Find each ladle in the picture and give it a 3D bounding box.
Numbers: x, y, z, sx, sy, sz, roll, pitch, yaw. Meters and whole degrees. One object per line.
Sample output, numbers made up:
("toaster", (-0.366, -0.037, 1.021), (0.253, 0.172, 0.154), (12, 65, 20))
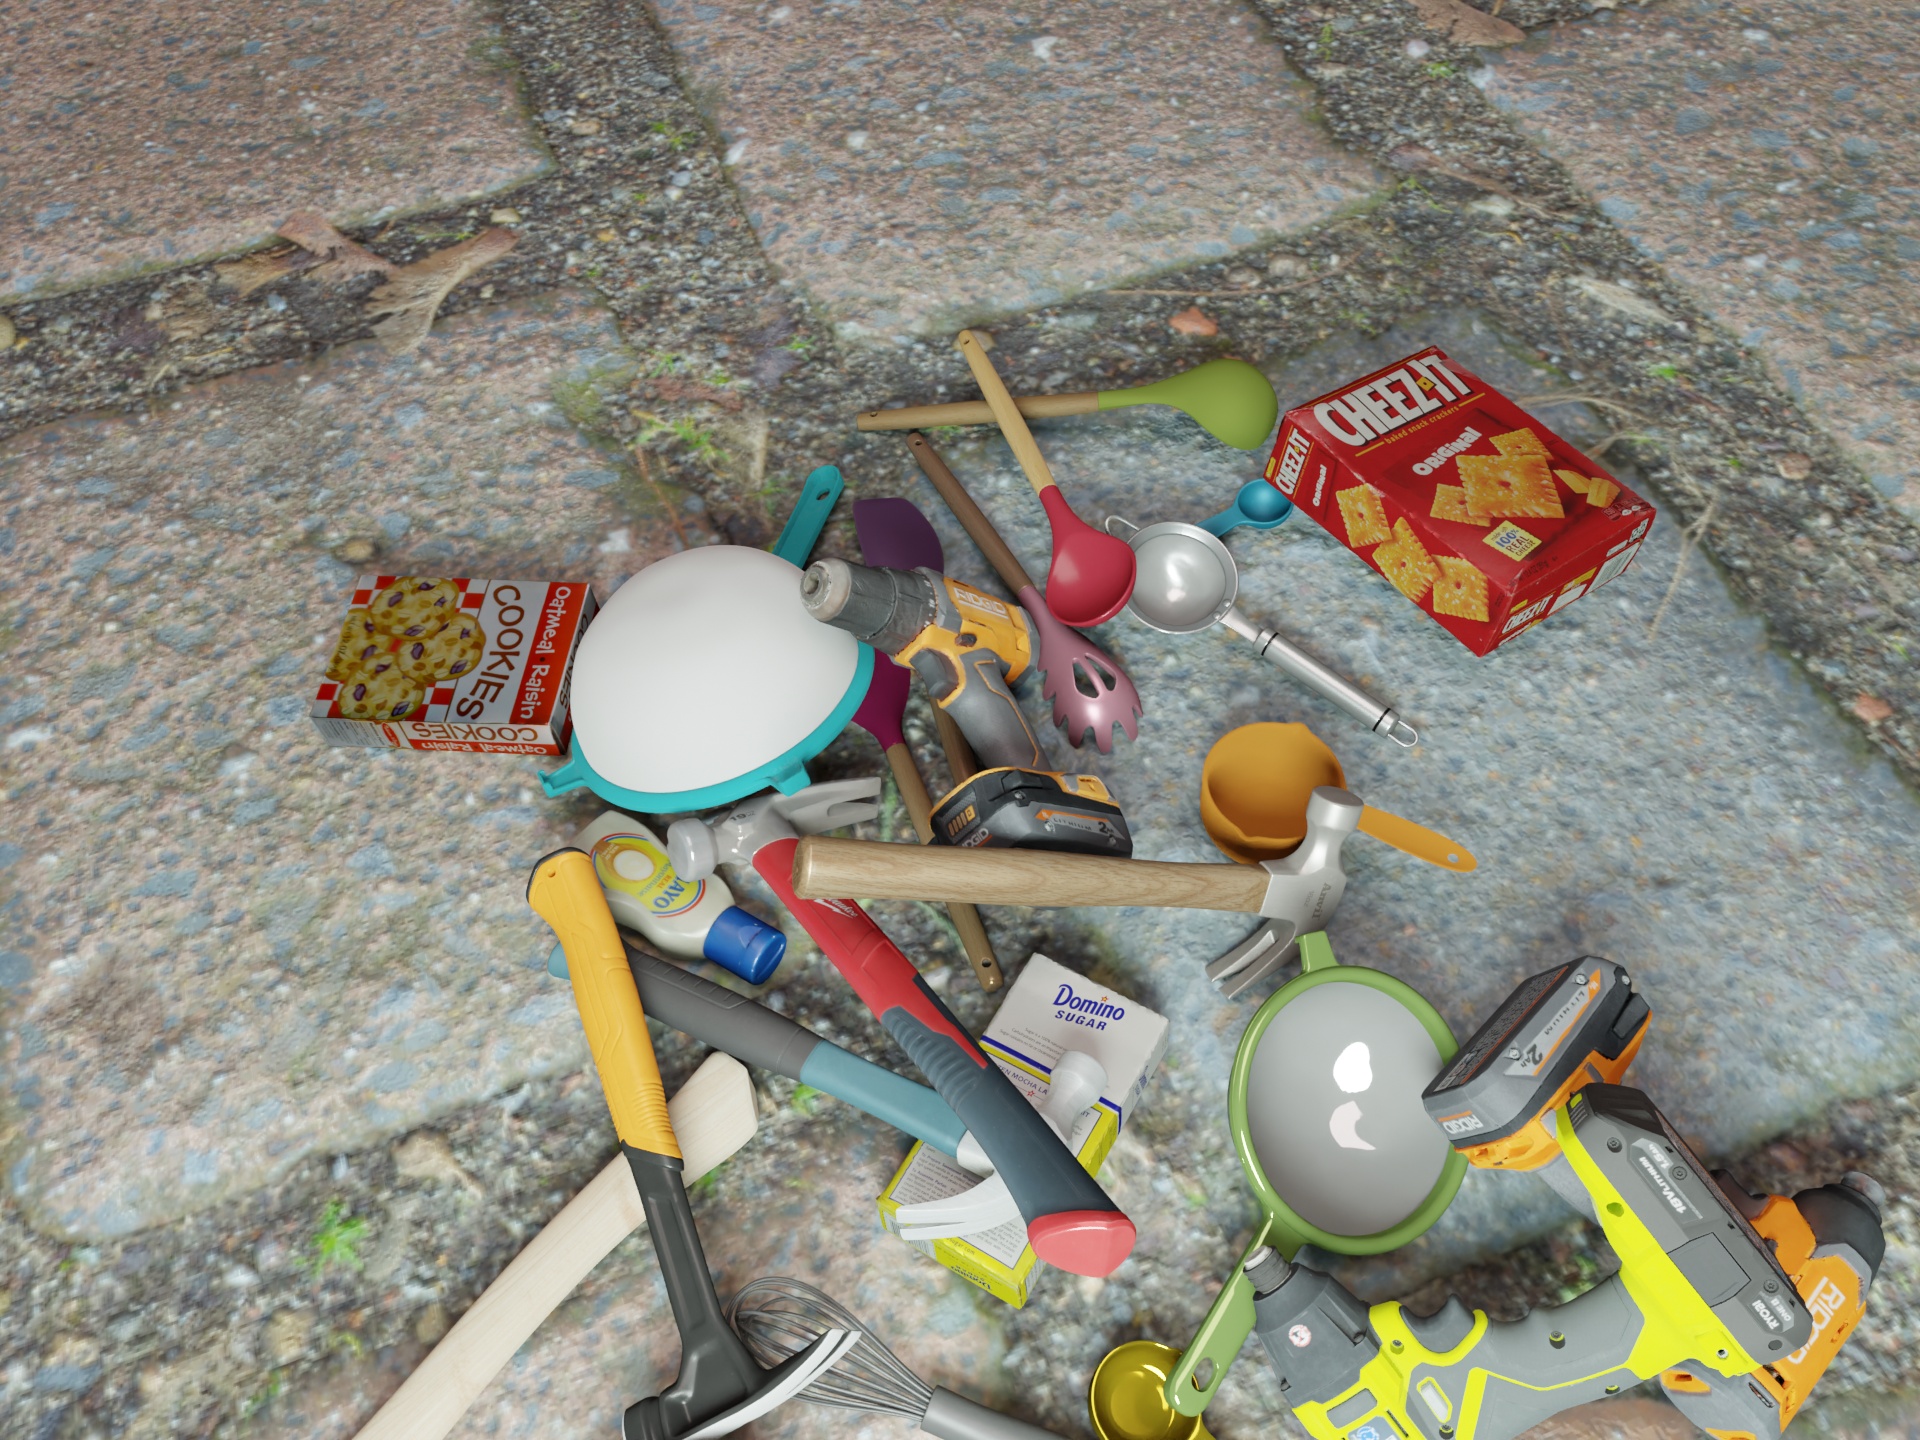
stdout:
("ladle", (0.080, -0.232, 1.217), (0.320, 0.062, 0.078), (-3, 52, 8))
("ladle", (0.052, -0.181, 1.144), (0.069, 0.031, 0.316), (-32, 53, 13))

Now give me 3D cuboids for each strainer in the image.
("strainer", (0.172, 0.252, 0.857), (0.151, 0.069, 0.256), (40, 69, -8))
("strainer", (0.201, -0.057, 1.086), (0.258, 0.050, 0.087), (37, 72, 18))
("strainer", (-0.152, -0.092, 1.064), (0.211, 0.095, 0.341), (-1, 45, 23))

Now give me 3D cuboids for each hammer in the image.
("hammer", (0.068, 0.092, 0.896), (0.331, 0.130, 0.031), (4, 22, -20))
("hammer", (-0.166, 0.208, 0.857), (0.127, 0.034, 0.337), (-32, 60, 10))
("hammer", (-0.019, 0.148, 0.868), (0.143, 0.038, 0.387), (-14, 35, -30))
("hammer", (-0.093, 0.185, 0.893), (0.331, 0.033, 0.128), (19, 51, 24))
("hammer", (-0.266, 0.331, 0.842), (0.146, 0.038, 0.411), (32, 62, 23))

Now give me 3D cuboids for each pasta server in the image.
("pasta server", (0.035, -0.103, 1.133), (0.060, 0.040, 0.317), (-24, 54, -13))

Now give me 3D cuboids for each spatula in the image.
("spatula", (-0.018, -0.041, 1.096), (0.059, 0.018, 0.316), (-6, 54, -15))

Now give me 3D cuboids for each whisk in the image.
("whisk", (-0.013, 0.350, 0.816), (0.239, 0.055, 0.055), (21, 59, 11))

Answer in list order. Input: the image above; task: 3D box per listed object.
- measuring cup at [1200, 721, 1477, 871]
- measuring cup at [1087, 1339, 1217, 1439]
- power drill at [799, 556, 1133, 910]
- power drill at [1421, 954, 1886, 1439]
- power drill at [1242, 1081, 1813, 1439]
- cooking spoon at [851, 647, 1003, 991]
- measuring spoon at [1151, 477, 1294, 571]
("measuring cup", (0.232, 0.067, 0.993), (0.174, 0.052, 0.095), (23, 60, 15))
("measuring cup", (0.130, 0.380, 0.804), (0.156, 0.029, 0.062), (39, 64, 12))
("power drill", (-0.002, -0.003, 0.983), (0.084, 0.185, 0.226), (-42, 53, 29))
("power drill", (0.373, 0.235, 0.831), (0.164, 0.084, 0.226), (-39, 81, -22))
("power drill", (0.259, 0.279, 0.753), (0.223, 0.080, 0.171), (-40, 83, 14))
("cooking spoon", (-0.034, 0.039, 1.042), (0.068, 0.017, 0.319), (-17, 56, -10))
("measuring spoon", (0.184, -0.134, 1.157), (0.128, 0.021, 0.042), (-28, 58, -5))
